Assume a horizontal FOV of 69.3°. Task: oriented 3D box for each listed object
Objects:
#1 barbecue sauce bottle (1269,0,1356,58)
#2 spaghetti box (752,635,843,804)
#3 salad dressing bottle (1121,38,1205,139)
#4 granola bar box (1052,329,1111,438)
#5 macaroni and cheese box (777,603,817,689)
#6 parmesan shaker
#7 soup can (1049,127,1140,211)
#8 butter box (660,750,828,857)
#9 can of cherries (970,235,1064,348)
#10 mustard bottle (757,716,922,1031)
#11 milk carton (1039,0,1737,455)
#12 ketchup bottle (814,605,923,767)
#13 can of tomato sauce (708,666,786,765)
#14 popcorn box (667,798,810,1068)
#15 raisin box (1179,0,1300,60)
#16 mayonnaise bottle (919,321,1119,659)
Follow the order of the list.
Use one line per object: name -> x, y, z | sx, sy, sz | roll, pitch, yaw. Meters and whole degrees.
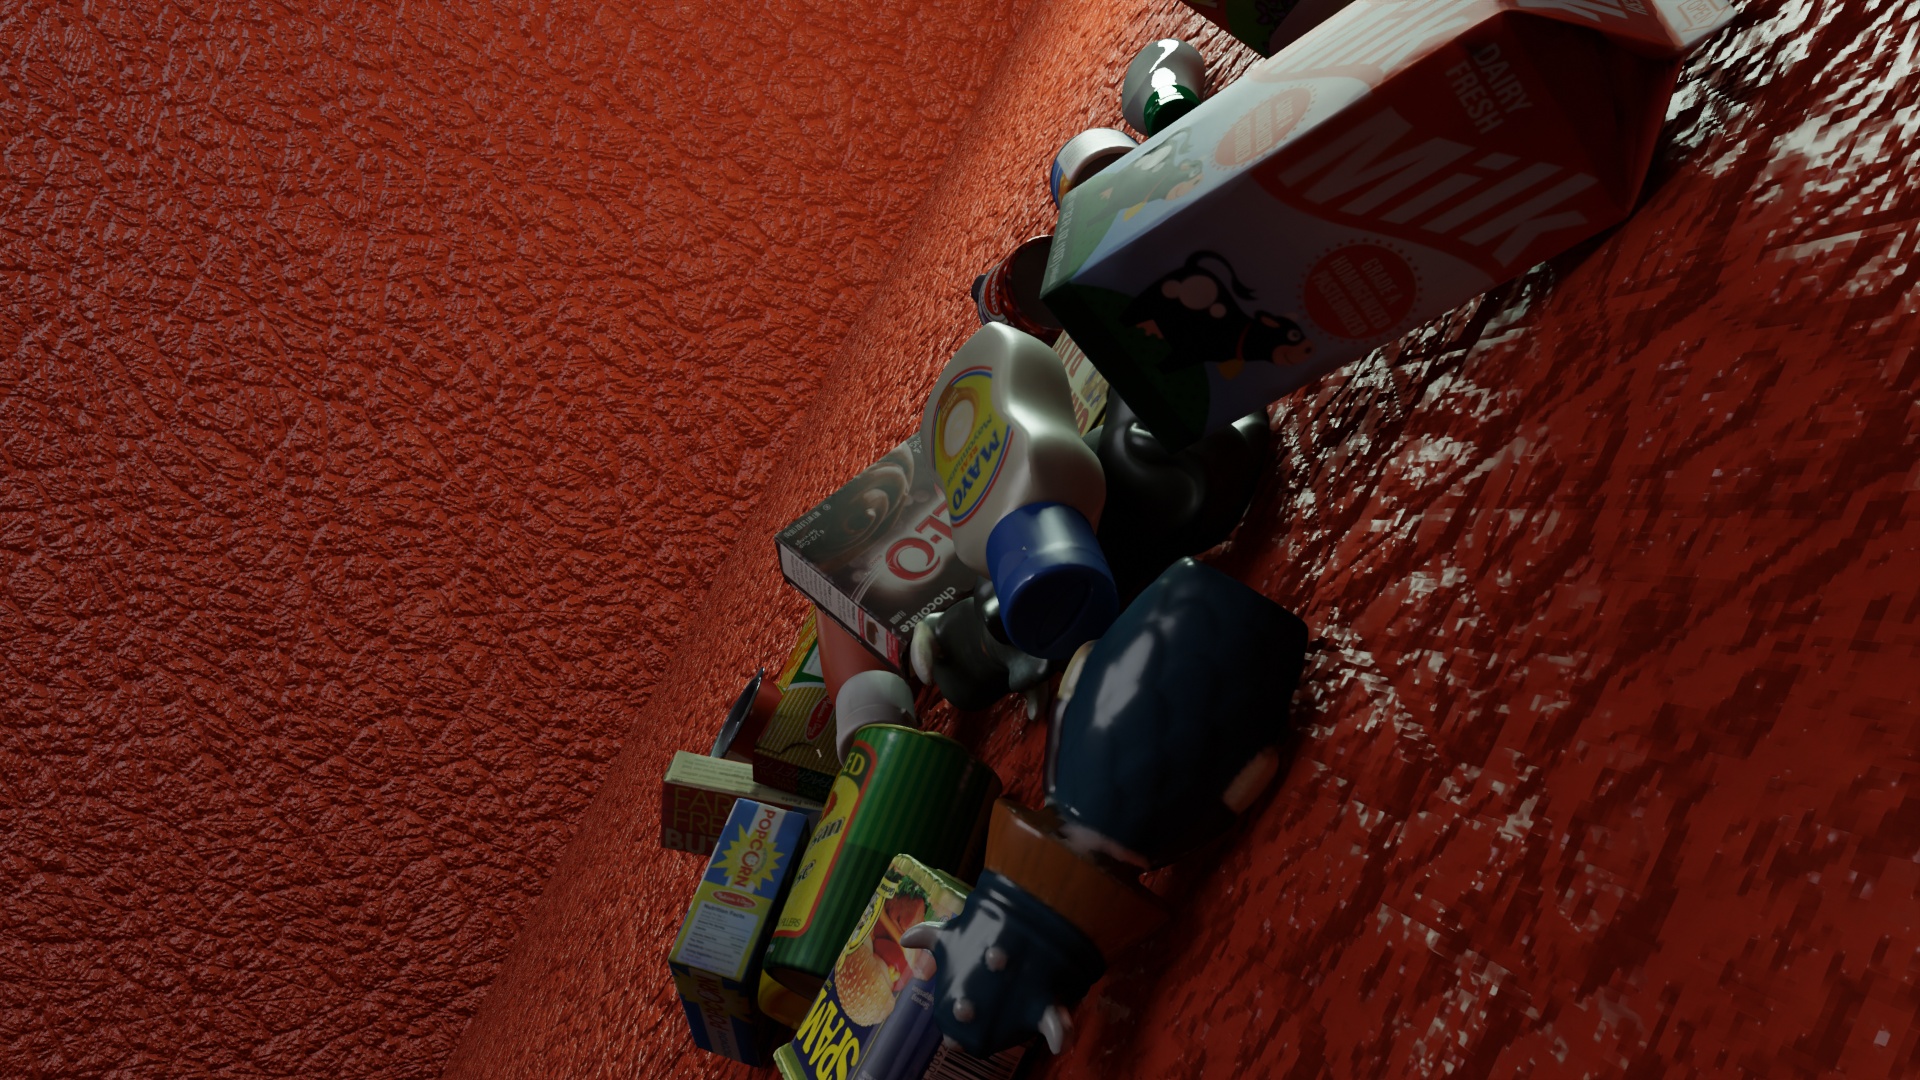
barbecue sauce bottle -> 0.195, -0.259, 0.596 | 0.147, 0.043, 0.065 | -50, 16, 39
spaghetti box -> -0.046, 0.047, 0.783 | 0.251, 0.050, 0.028 | -64, -12, -50
salad dressing bottle -> 0.135, -0.286, 0.903 | 0.064, 0.044, 0.148 | -53, 16, 27
granola bar box -> 0.078, -0.084, 0.680 | 0.124, 0.039, 0.166 | -58, 12, 13
macaroni and cheese box -> -0.094, 0.090, 0.982 | 0.123, 0.040, 0.167 | -43, 22, 56
parmesan shaker -> -0.030, 0.134, 0.557 | 0.071, 0.071, 0.103 | -41, 24, 58
soup can -> 0.093, -0.216, 0.865 | 0.071, 0.071, 0.084 | -57, 14, 19
butter box -> -0.102, 0.143, 0.719 | 0.024, 0.103, 0.052 | -79, -2, -55
can of cherries -> 0.048, -0.158, 0.894 | 0.071, 0.071, 0.058 | -64, 13, -12
mustard bottle -> -0.046, 0.144, 0.641 | 0.065, 0.049, 0.161 | -54, 13, 45
milk carton -> 0.122, -0.110, 0.410 | 0.190, 0.073, 0.073 | -28, 29, 30
ketchup bottle -> -0.043, 0.057, 0.679 | 0.043, 0.064, 0.149 | -33, 28, 12
can of tomato sauce -> -0.097, 0.124, 0.812 | 0.071, 0.083, 0.071 | -56, 13, 20
popcorn box -> -0.102, 0.194, 0.678 | 0.126, 0.038, 0.085 | 95, -167, -53
raisin box -> 0.146, -0.314, 0.730 | 0.040, 0.123, 0.086 | -64, 13, -17
mayonnaise bottle -> 0.020, -0.018, 0.477 | 0.064, 0.041, 0.149 | -57, 25, 24
